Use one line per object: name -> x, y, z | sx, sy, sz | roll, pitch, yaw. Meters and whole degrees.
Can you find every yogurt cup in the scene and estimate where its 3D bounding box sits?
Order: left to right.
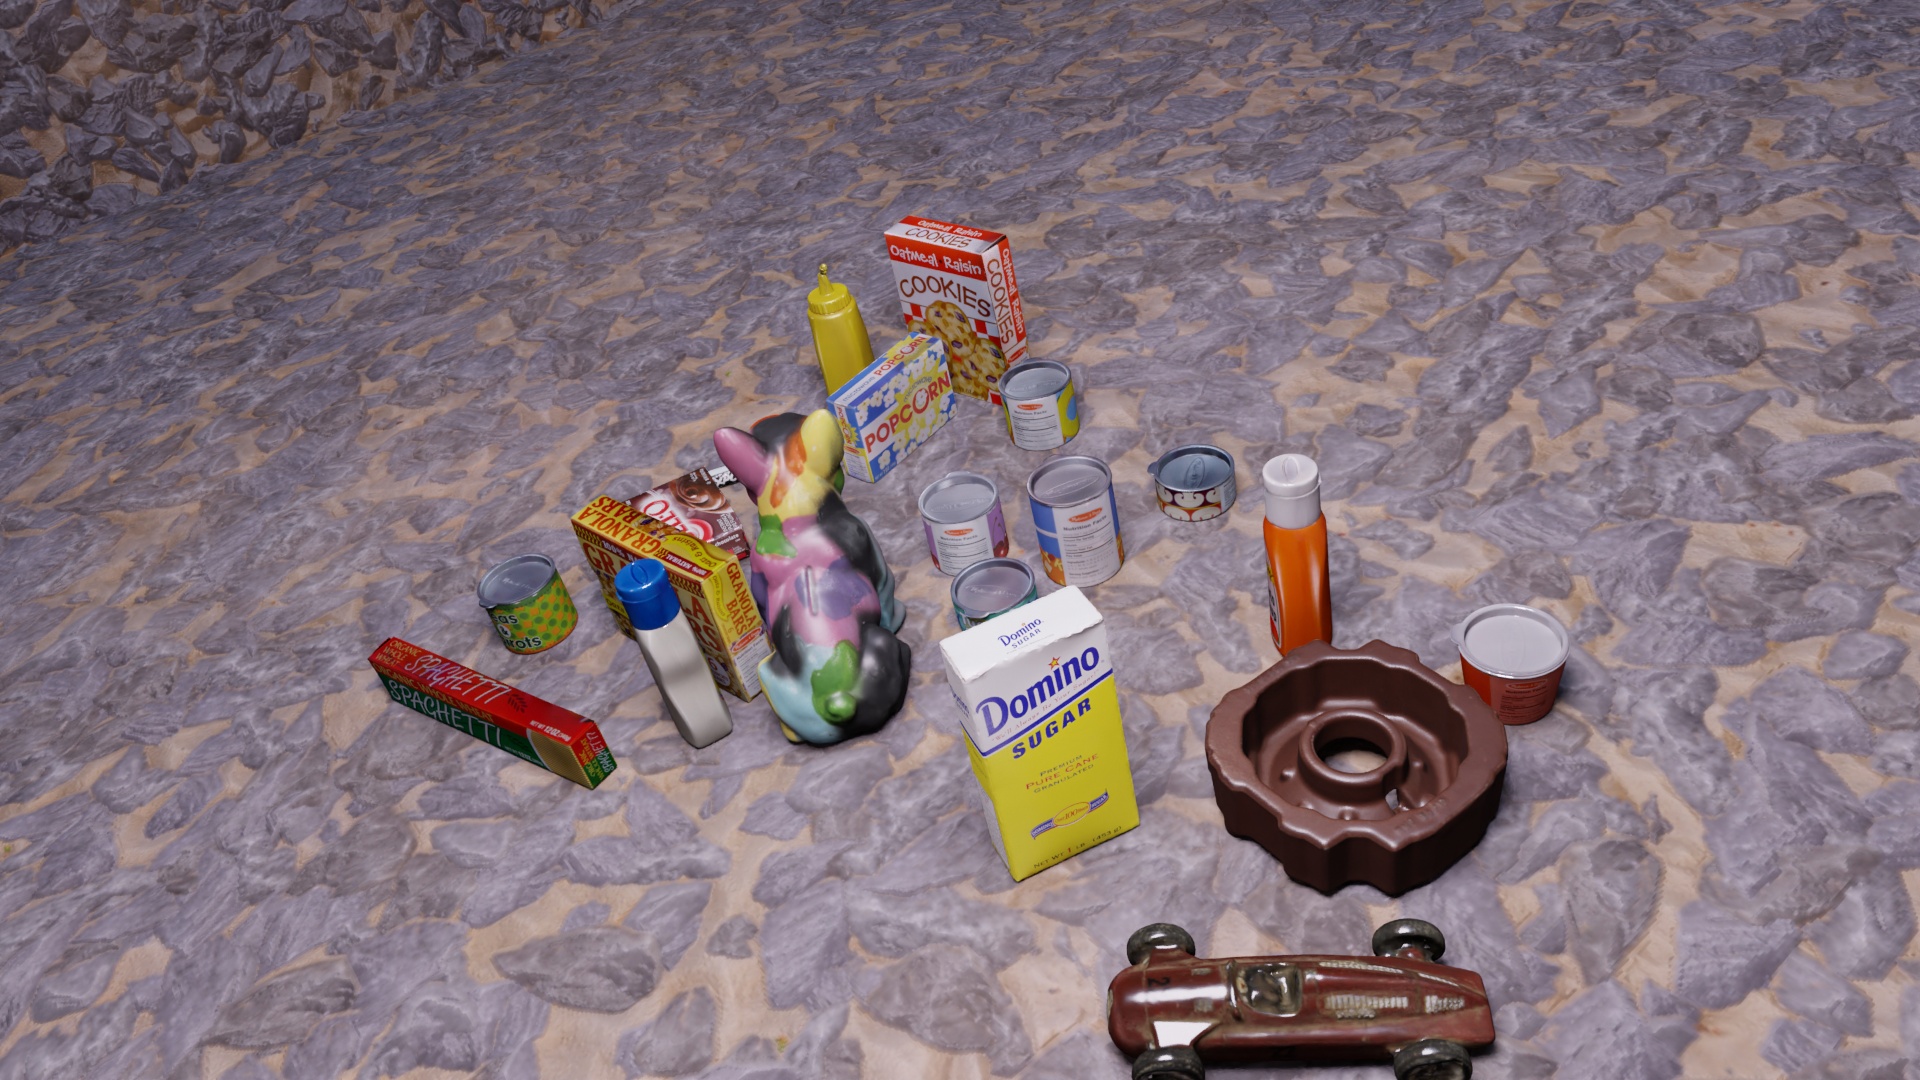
yogurt cup -> 0.359, 0.083, 0.904 | 0.072, 0.053, 0.073 | -9, 37, 7

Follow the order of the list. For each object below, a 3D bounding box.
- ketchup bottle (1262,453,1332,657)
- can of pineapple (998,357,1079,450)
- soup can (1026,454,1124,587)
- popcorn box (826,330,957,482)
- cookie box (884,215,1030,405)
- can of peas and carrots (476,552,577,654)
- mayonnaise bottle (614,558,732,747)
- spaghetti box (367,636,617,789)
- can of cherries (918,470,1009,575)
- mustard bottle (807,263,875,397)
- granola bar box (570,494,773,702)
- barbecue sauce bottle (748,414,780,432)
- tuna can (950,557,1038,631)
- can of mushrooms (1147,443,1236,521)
ketchup bottle -> 0.232, 0.010, 0.960 | 0.043, 0.148, 0.065 | -5, 38, 11
can of pineapple -> 0.072, -0.124, 1.257 | 0.071, 0.057, 0.071 | -9, 37, 7
soup can -> 0.090, -0.016, 1.091 | 0.071, 0.083, 0.072 | -9, 37, 7
popcorn box -> -0.061, -0.123, 1.276 | 0.038, 0.084, 0.127 | 18, 47, 36
cookie box -> 0.001, -0.216, 1.308 | 0.123, 0.166, 0.040 | 21, 49, 37
can of peas and carrots -> -0.363, 0.054, 1.162 | 0.071, 0.058, 0.071 | -9, 37, 7
mayonnaise bottle -> -0.208, 0.080, 1.007 | 0.041, 0.147, 0.065 | -27, 39, -16
spaghetti box -> -0.366, 0.130, 1.073 | 0.250, 0.050, 0.029 | 15, 45, 32
can of cherries -> 0.004, -0.014, 1.137 | 0.071, 0.058, 0.072 | -9, 37, 7
mustard bottle -> -0.114, -0.193, 1.321 | 0.049, 0.159, 0.066 | -7, 37, 9
granola bar box -> -0.222, 0.044, 1.078 | 0.166, 0.123, 0.039 | 21, 49, 37
barbecue sauce bottle -> -0.134, -0.032, 1.128 | 0.065, 0.147, 0.044 | -34, 41, -25
tuna can -> 0.026, 0.047, 1.071 | 0.071, 0.032, 0.071 | -9, 37, 7
can of mushrooms -> 0.191, -0.048, 1.142 | 0.071, 0.033, 0.071 | -9, 37, 7
